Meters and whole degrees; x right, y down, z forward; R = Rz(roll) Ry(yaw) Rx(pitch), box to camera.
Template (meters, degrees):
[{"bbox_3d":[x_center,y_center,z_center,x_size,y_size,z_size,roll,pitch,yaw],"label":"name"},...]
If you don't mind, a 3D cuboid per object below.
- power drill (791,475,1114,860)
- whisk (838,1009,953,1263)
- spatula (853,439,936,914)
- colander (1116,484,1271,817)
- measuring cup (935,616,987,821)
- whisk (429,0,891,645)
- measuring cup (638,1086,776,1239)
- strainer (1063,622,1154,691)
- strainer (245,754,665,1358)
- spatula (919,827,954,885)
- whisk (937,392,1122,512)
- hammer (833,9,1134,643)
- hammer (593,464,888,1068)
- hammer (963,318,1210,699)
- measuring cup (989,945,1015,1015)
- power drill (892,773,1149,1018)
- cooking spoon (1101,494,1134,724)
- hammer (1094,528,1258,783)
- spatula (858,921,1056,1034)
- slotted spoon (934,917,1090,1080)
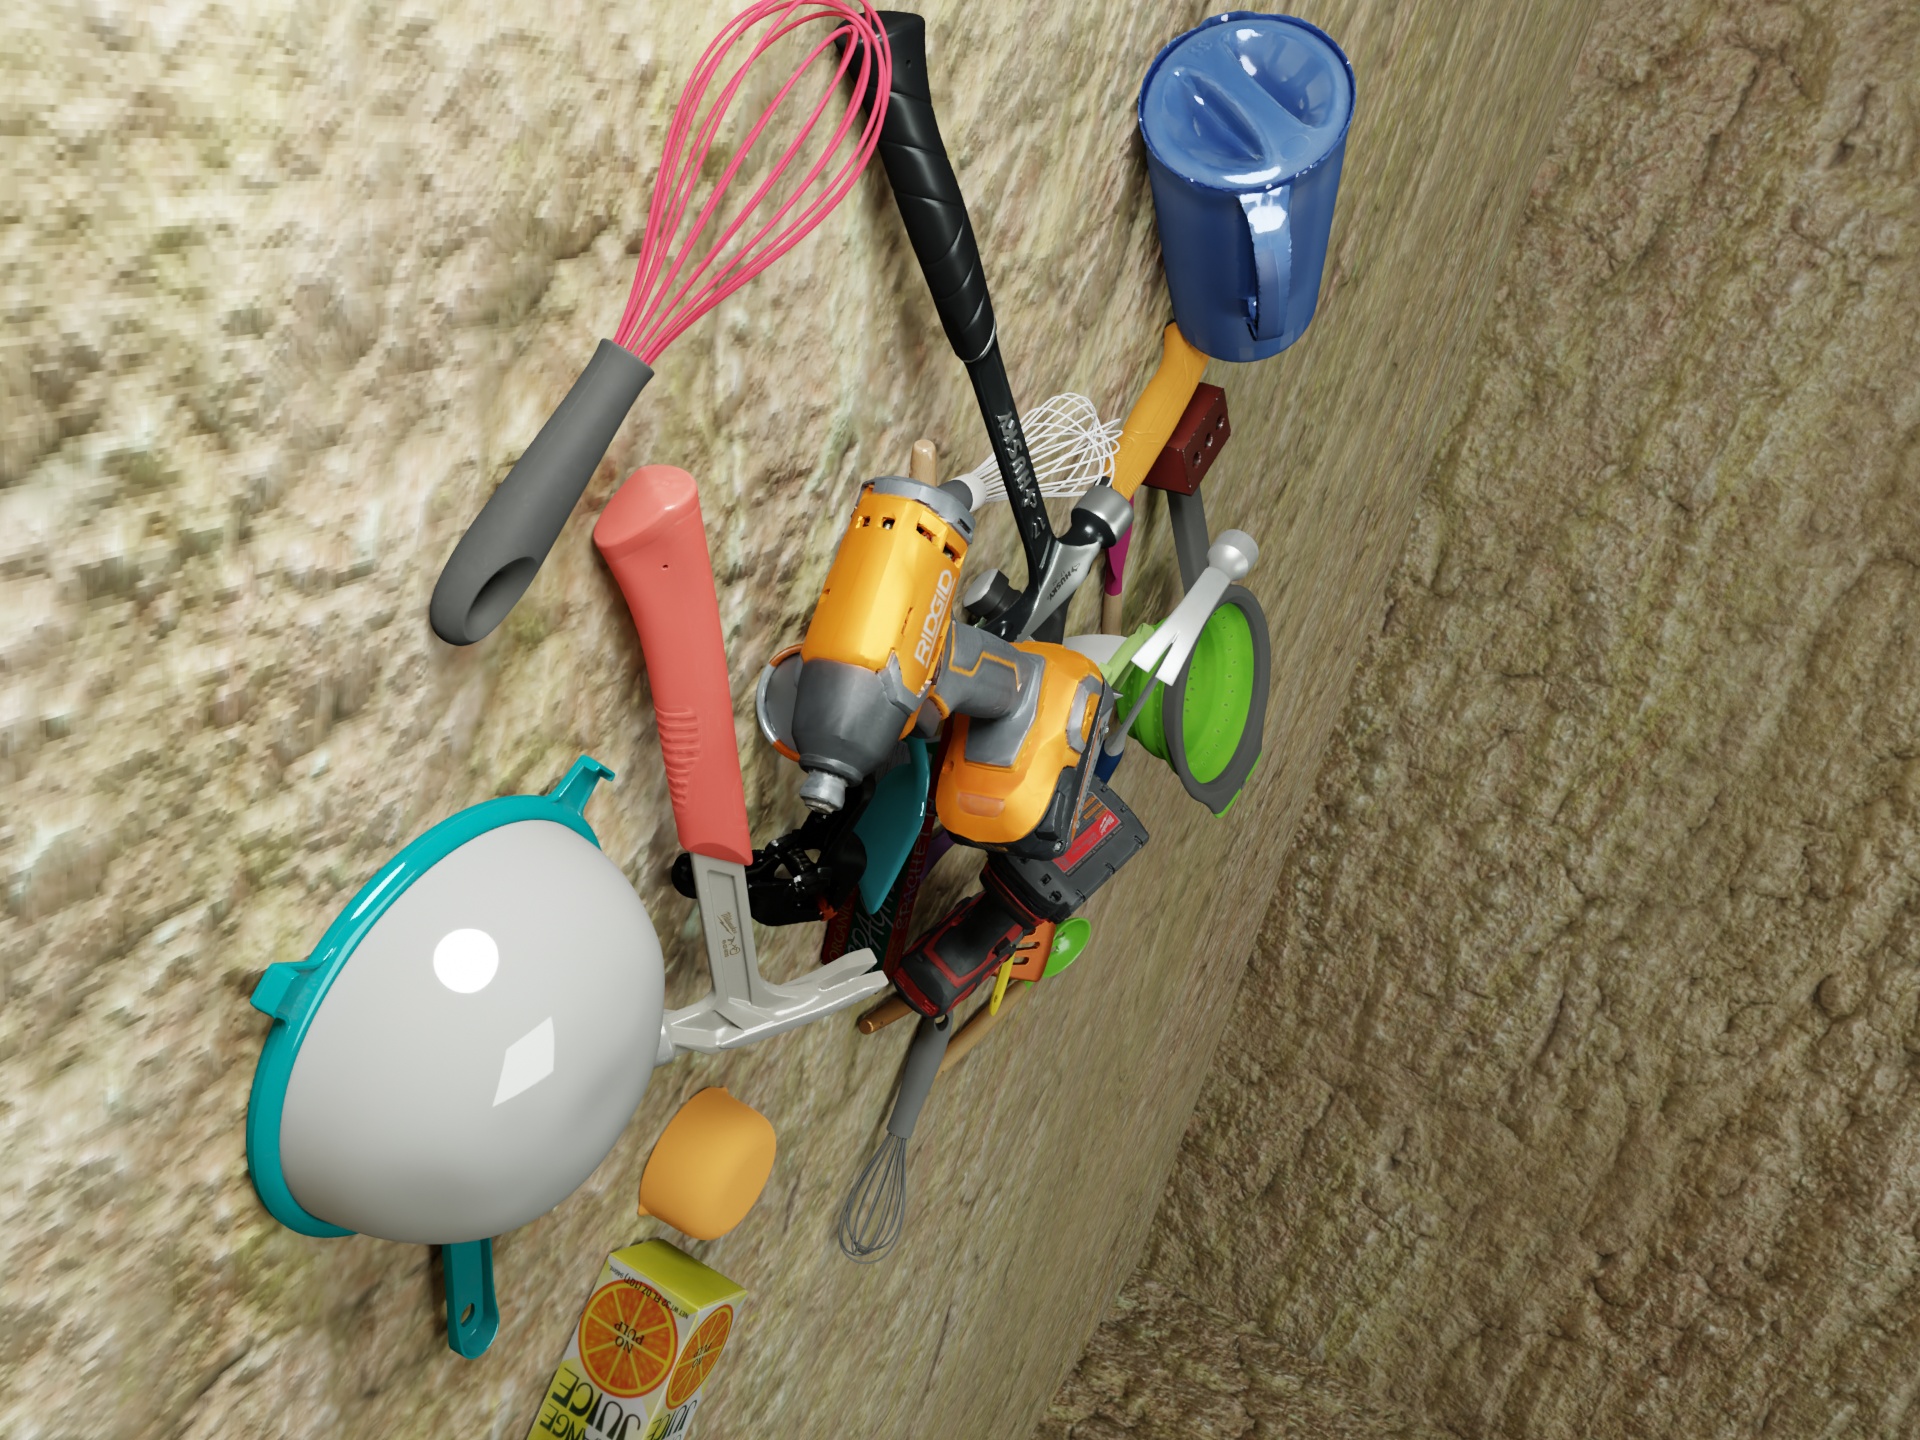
[{"bbox_3d":[-0.007,-0.003,0.829,0.226,0.084,0.164,41,62,-54],"label":"power drill"},{"bbox_3d":[-0.050,0.356,1.375,0.055,0.055,0.239,12,97,-70],"label":"whisk"},{"bbox_3d":[-0.037,-0.022,0.921,0.082,0.044,0.317,-110,-162,-46],"label":"spatula"},{"bbox_3d":[0.191,-0.094,1.449,0.204,0.094,0.396,-50,137,-38],"label":"colander"},{"bbox_3d":[-0.002,-0.003,1.094,0.167,0.038,0.083,-63,160,-4],"label":"measuring cup"},{"bbox_3d":[-0.117,-0.156,0.607,0.296,0.073,0.073,-58,160,-3],"label":"whisk"},{"bbox_3d":[-0.152,0.308,1.039,0.095,0.052,0.173,-55,156,-29],"label":"measuring cup"},{"bbox_3d":[0.094,-0.038,1.265,0.151,0.069,0.256,-61,173,32],"label":"strainer"},{"bbox_3d":[-0.201,0.198,0.725,0.211,0.095,0.340,-42,148,-50],"label":"strainer"},{"bbox_3d":[0.004,0.079,1.237,0.316,0.018,0.059,-41,150,-48],"label":"spatula"},{"bbox_3d":[0.021,-0.145,0.974,0.284,0.070,0.070,-33,142,-50],"label":"whisk"},{"bbox_3d":[0.008,-0.186,0.839,0.149,0.036,0.408,-51,148,-19],"label":"hammer"},{"bbox_3d":[-0.115,0.035,0.780,0.149,0.037,0.358,-17,133,-18],"label":"hammer"},{"bbox_3d":[0.121,-0.170,1.155,0.034,0.127,0.337,-22,-147,55],"label":"hammer"},{"bbox_3d":[0.037,0.176,1.375,0.062,0.029,0.156,28,75,-64],"label":"measuring cup"},{"bbox_3d":[0.053,0.127,1.227,0.188,0.080,0.226,-37,169,-40],"label":"power drill"},{"bbox_3d":[0.130,-0.095,1.364,0.318,0.017,0.069,86,23,-53],"label":"cooking spoon"},{"bbox_3d":[0.125,0.017,1.293,0.144,0.035,0.405,-51,172,-37],"label":"hammer"},{"bbox_3d":[0.002,0.220,1.359,0.322,0.041,0.081,-14,119,-64],"label":"spatula"},{"bbox_3d":[0.047,0.271,1.557,0.314,0.031,0.070,-33,142,-55],"label":"slotted spoon"}]
